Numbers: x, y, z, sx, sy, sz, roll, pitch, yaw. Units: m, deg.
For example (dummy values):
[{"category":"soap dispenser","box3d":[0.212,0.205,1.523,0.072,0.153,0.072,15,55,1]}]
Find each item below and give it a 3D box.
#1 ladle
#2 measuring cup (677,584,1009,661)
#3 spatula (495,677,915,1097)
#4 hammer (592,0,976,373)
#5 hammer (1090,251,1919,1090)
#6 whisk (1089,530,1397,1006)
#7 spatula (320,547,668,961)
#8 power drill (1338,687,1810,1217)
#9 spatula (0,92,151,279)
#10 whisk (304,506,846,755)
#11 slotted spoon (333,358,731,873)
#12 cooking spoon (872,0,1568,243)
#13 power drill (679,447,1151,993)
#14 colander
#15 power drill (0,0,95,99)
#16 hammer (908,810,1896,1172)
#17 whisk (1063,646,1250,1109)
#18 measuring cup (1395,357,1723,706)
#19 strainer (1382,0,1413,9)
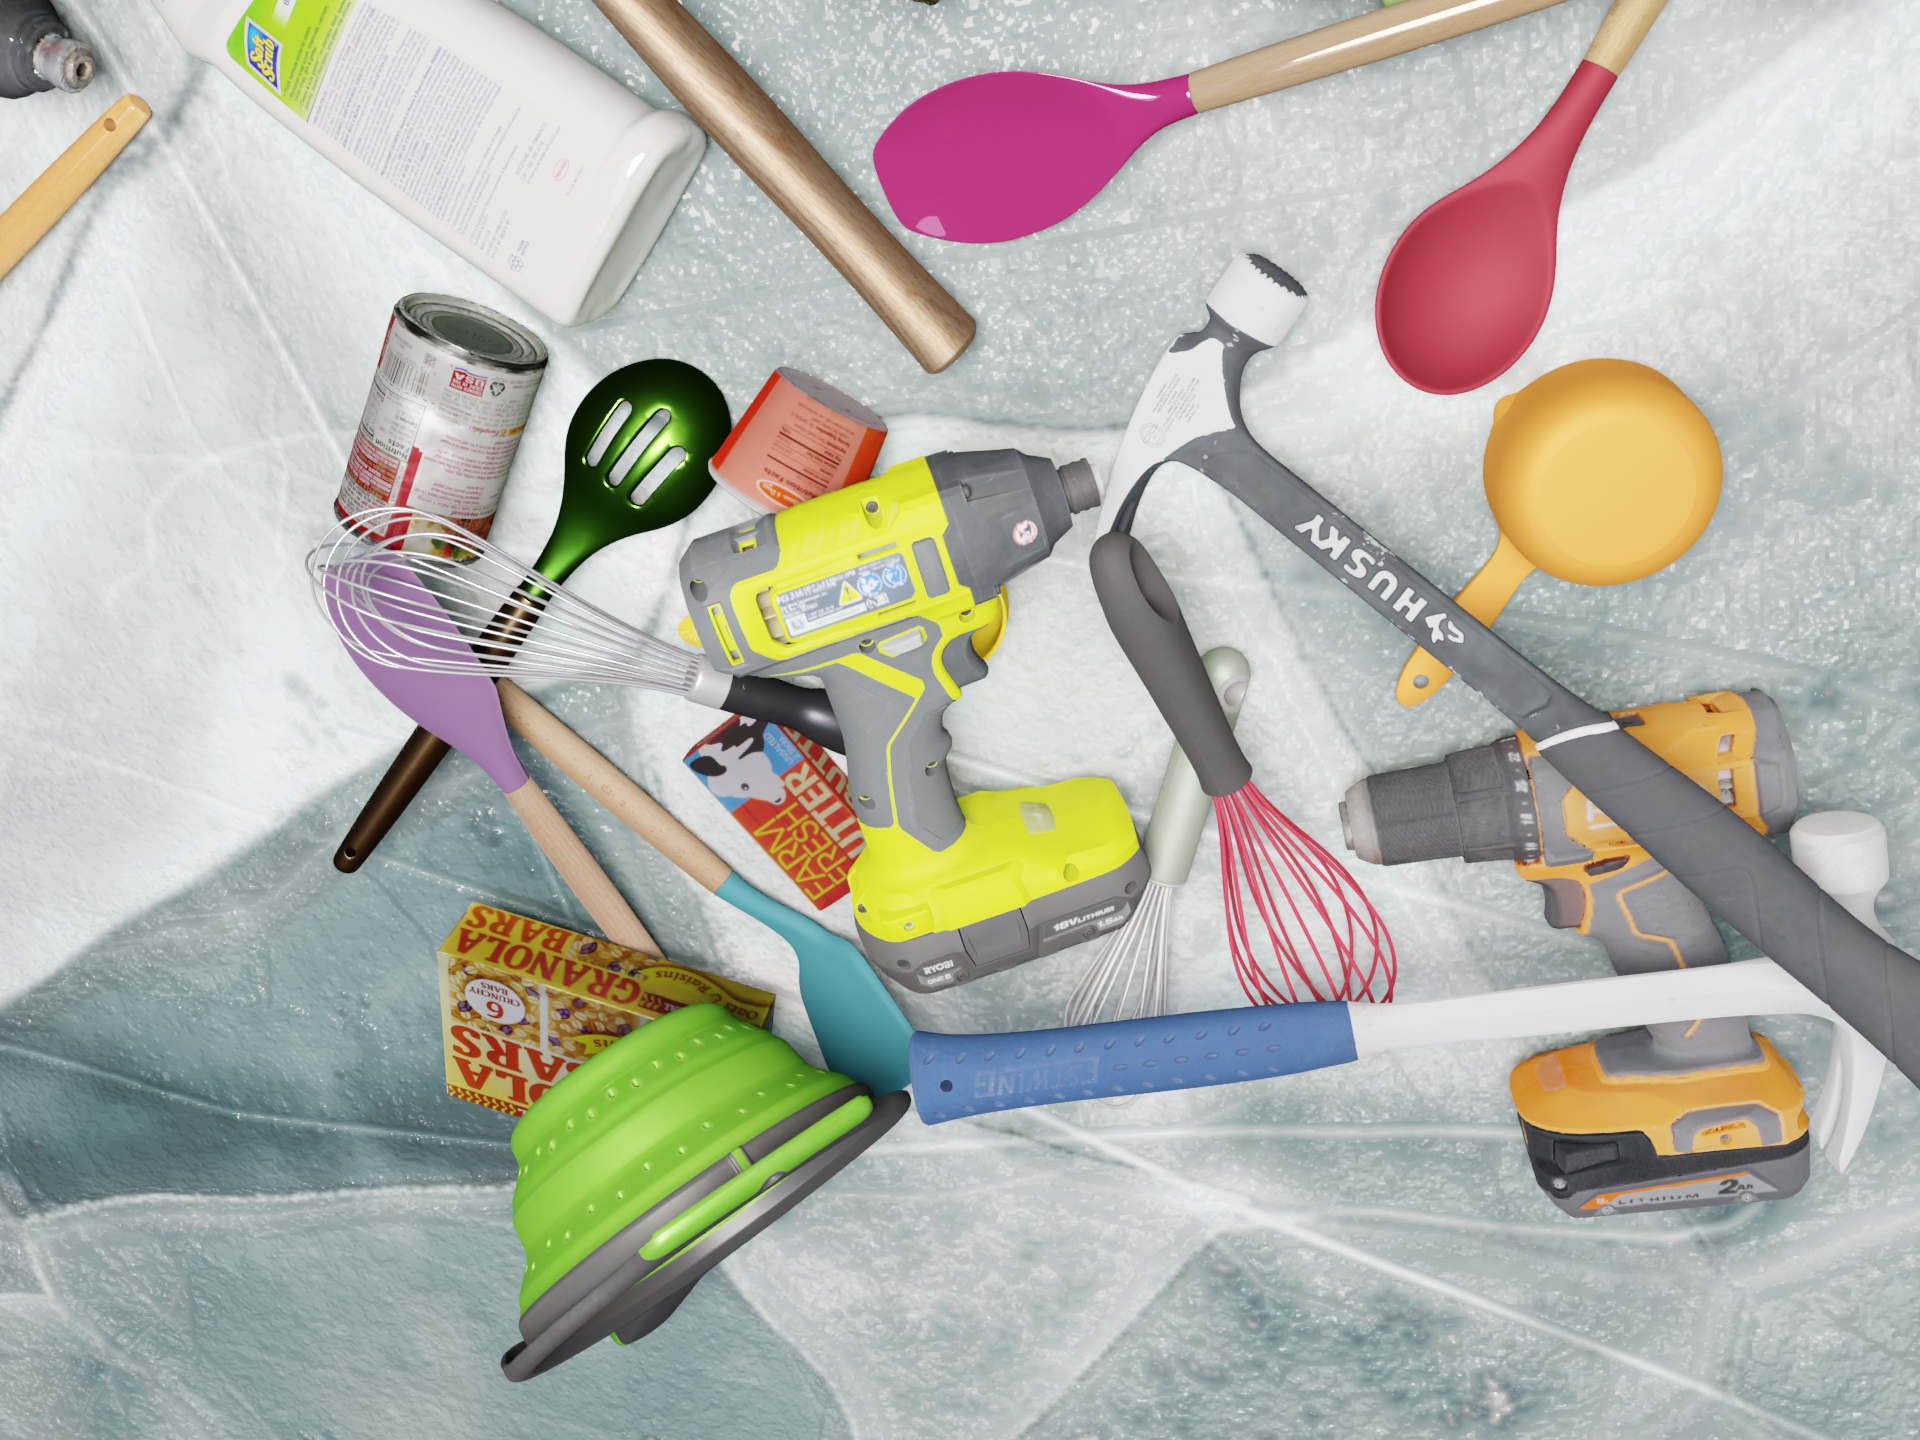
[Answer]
[{"category":"ladle","box3d":[0.251,-0.267,0.587,0.069,0.031,0.315,24,113,-9]},{"category":"measuring cup","box3d":[-0.053,-0.050,0.733,0.156,0.029,0.062,-2,113,13]},{"category":"spatula","box3d":[-0.143,0.070,0.789,0.317,0.044,0.082,41,136,-7]},{"category":"hammer","box3d":[-0.113,-0.263,0.616,0.031,0.130,0.331,-32,113,34]},{"category":"hammer","box3d":[0.221,-0.003,0.624,0.409,0.036,0.149,43,119,15]},{"category":"whisk","box3d":[0.123,0.040,0.692,0.073,0.073,0.295,-21,120,17]},{"category":"spatula","box3d":[-0.204,0.051,0.774,0.060,0.018,0.315,-17,121,22]},{"category":"power drill","box3d":[0.278,0.106,0.715,0.185,0.084,0.226,-10,106,13]},{"category":"spatula","box3d":[-0.486,-0.186,0.752,0.322,0.041,0.081,-35,103,17]},{"category":"whisk","box3d":[-0.141,-0.026,0.701,0.284,0.070,0.070,18,117,-23]},{"category":"slotted spoon","box3d":[-0.213,-0.038,0.747,0.070,0.031,0.313,39,109,-4]},{"category":"cooking spoon","box3d":[0.113,-0.244,0.600,0.319,0.017,0.068,-9,129,23]},{"category":"power drill","box3d":[-0.001,-0.002,0.684,0.171,0.080,0.223,-19,121,1]},{"category":"colander","box3d":[-0.154,0.231,0.774,0.094,0.204,0.397,53,149,14]},{"category":"power drill","box3d":[-0.409,-0.368,0.625,0.164,0.084,0.226,25,119,3]},{"category":"hammer","box3d":[0.179,0.137,0.678,0.405,0.035,0.144,-9,102,11]},{"category":"whisk","box3d":[0.093,0.079,0.755,0.057,0.059,0.246,-3,116,-37]},{"category":"measuring cup","box3d":[0.239,-0.066,0.660,0.095,0.052,0.173,32,112,-5]},{"category":"strainer","box3d":[0.154,-0.363,0.506,0.151,0.069,0.256,18,140,-16]}]
